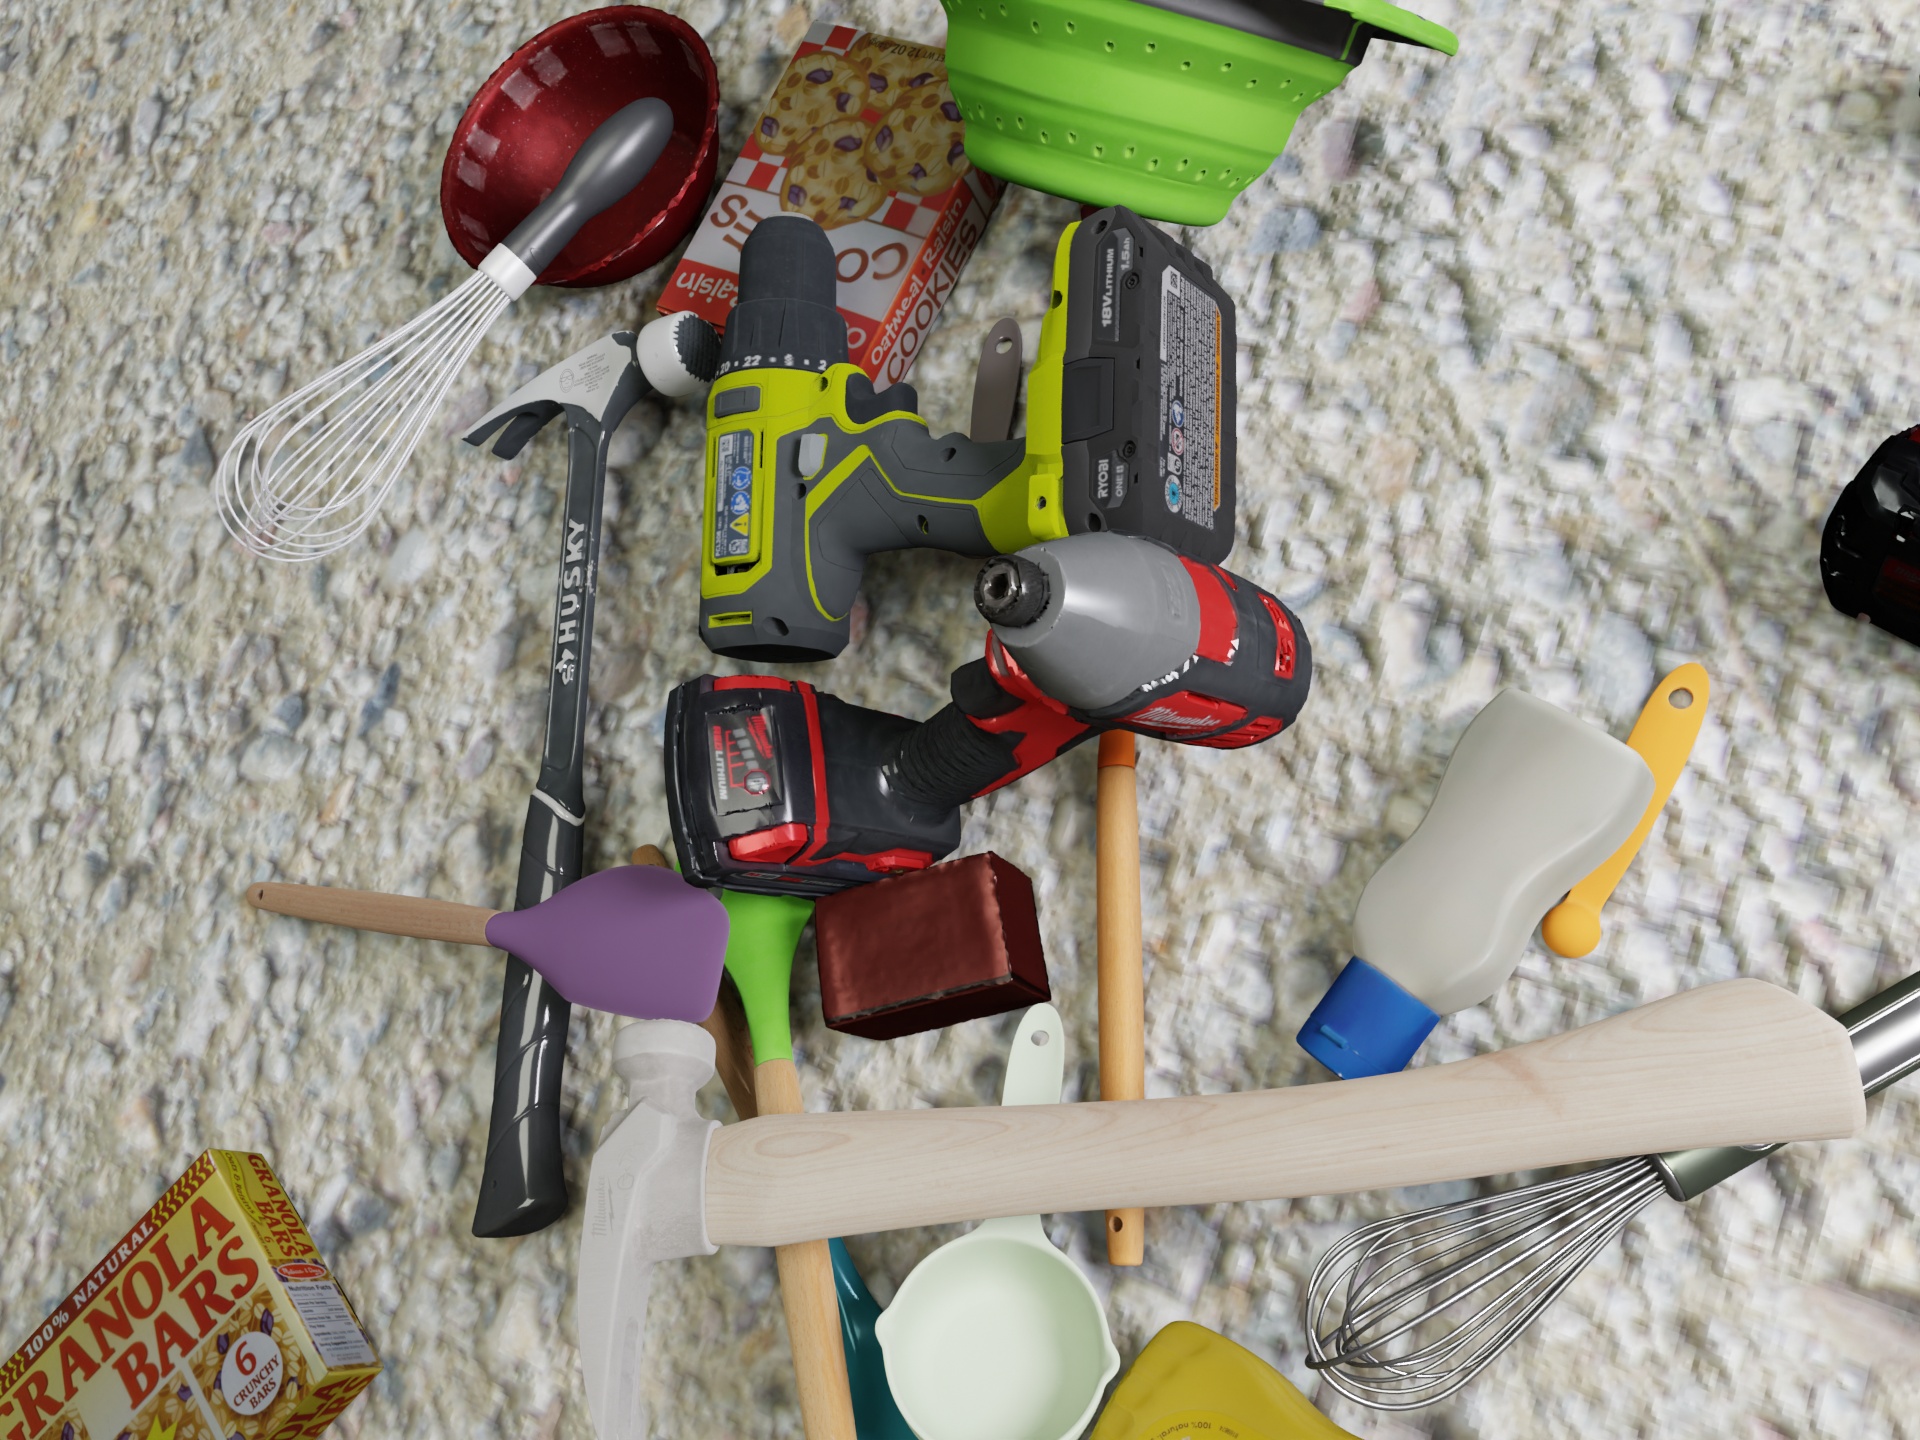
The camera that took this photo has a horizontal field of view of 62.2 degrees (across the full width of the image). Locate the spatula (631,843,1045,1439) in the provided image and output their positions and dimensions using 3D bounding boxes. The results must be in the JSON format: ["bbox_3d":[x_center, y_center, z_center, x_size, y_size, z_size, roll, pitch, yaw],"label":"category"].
[{"bbox_3d":[-0.067,0.171,0.622,0.082,0.044,0.318,-25,61,-12],"label":"spatula"}]

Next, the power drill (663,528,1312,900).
[{"bbox_3d":[-0.001,-0.002,0.566,0.219,0.143,0.079,-24,66,37],"label":"power drill"}]

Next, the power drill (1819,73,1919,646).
[{"bbox_3d":[0.376,-0.132,0.525,0.188,0.080,0.227,33,84,27],"label":"power drill"}]

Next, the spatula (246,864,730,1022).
[{"bbox_3d":[-0.216,0.086,0.689,0.316,0.018,0.060,0,75,35],"label":"spatula"}]

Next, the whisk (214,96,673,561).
[{"bbox_3d":[-0.233,-0.184,0.740,0.070,0.070,0.284,40,85,28],"label":"whisk"}]

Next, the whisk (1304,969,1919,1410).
[{"bbox_3d":[0.218,0.148,0.512,0.246,0.059,0.058,-32,75,5],"label":"whisk"}]

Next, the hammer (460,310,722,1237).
[{"bbox_3d":[-0.184,0.019,0.716,0.149,0.036,0.409,-8,72,34],"label":"hammer"}]

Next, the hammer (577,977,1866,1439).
[{"bbox_3d":[0.069,0.149,0.516,0.410,0.038,0.146,-10,56,14],"label":"hammer"}]

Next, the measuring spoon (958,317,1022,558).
[{"bbox_3d":[0.016,-0.124,0.705,0.034,0.018,0.124,-2,65,22],"label":"measuring spoon"}]

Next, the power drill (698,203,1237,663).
[{"bbox_3d":[-0.011,-0.125,0.634,0.228,0.080,0.190,-3,82,35],"label":"power drill"}]

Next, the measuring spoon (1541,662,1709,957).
[{"bbox_3d":[0.236,0.030,0.562,0.021,0.011,0.117,25,83,27],"label":"measuring spoon"}]

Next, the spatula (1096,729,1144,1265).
[{"bbox_3d":[0.056,0.041,0.616,0.081,0.041,0.323,-11,70,32],"label":"spatula"}]

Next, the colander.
[{"bbox_3d":[0.001,-0.289,0.673,0.397,0.204,0.094,28,116,29],"label":"colander"}]

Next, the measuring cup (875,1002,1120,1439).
[{"bbox_3d":[0.020,0.184,0.573,0.083,0.038,0.168,5,52,8],"label":"measuring cup"}]

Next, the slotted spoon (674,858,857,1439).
[{"bbox_3d":[-0.065,0.155,0.603,0.070,0.031,0.314,-15,58,3],"label":"slotted spoon"}]

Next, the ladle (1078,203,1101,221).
[{"bbox_3d":[0.057,-0.253,0.721,0.069,0.031,0.316,-8,68,7],"label":"ladle"}]
